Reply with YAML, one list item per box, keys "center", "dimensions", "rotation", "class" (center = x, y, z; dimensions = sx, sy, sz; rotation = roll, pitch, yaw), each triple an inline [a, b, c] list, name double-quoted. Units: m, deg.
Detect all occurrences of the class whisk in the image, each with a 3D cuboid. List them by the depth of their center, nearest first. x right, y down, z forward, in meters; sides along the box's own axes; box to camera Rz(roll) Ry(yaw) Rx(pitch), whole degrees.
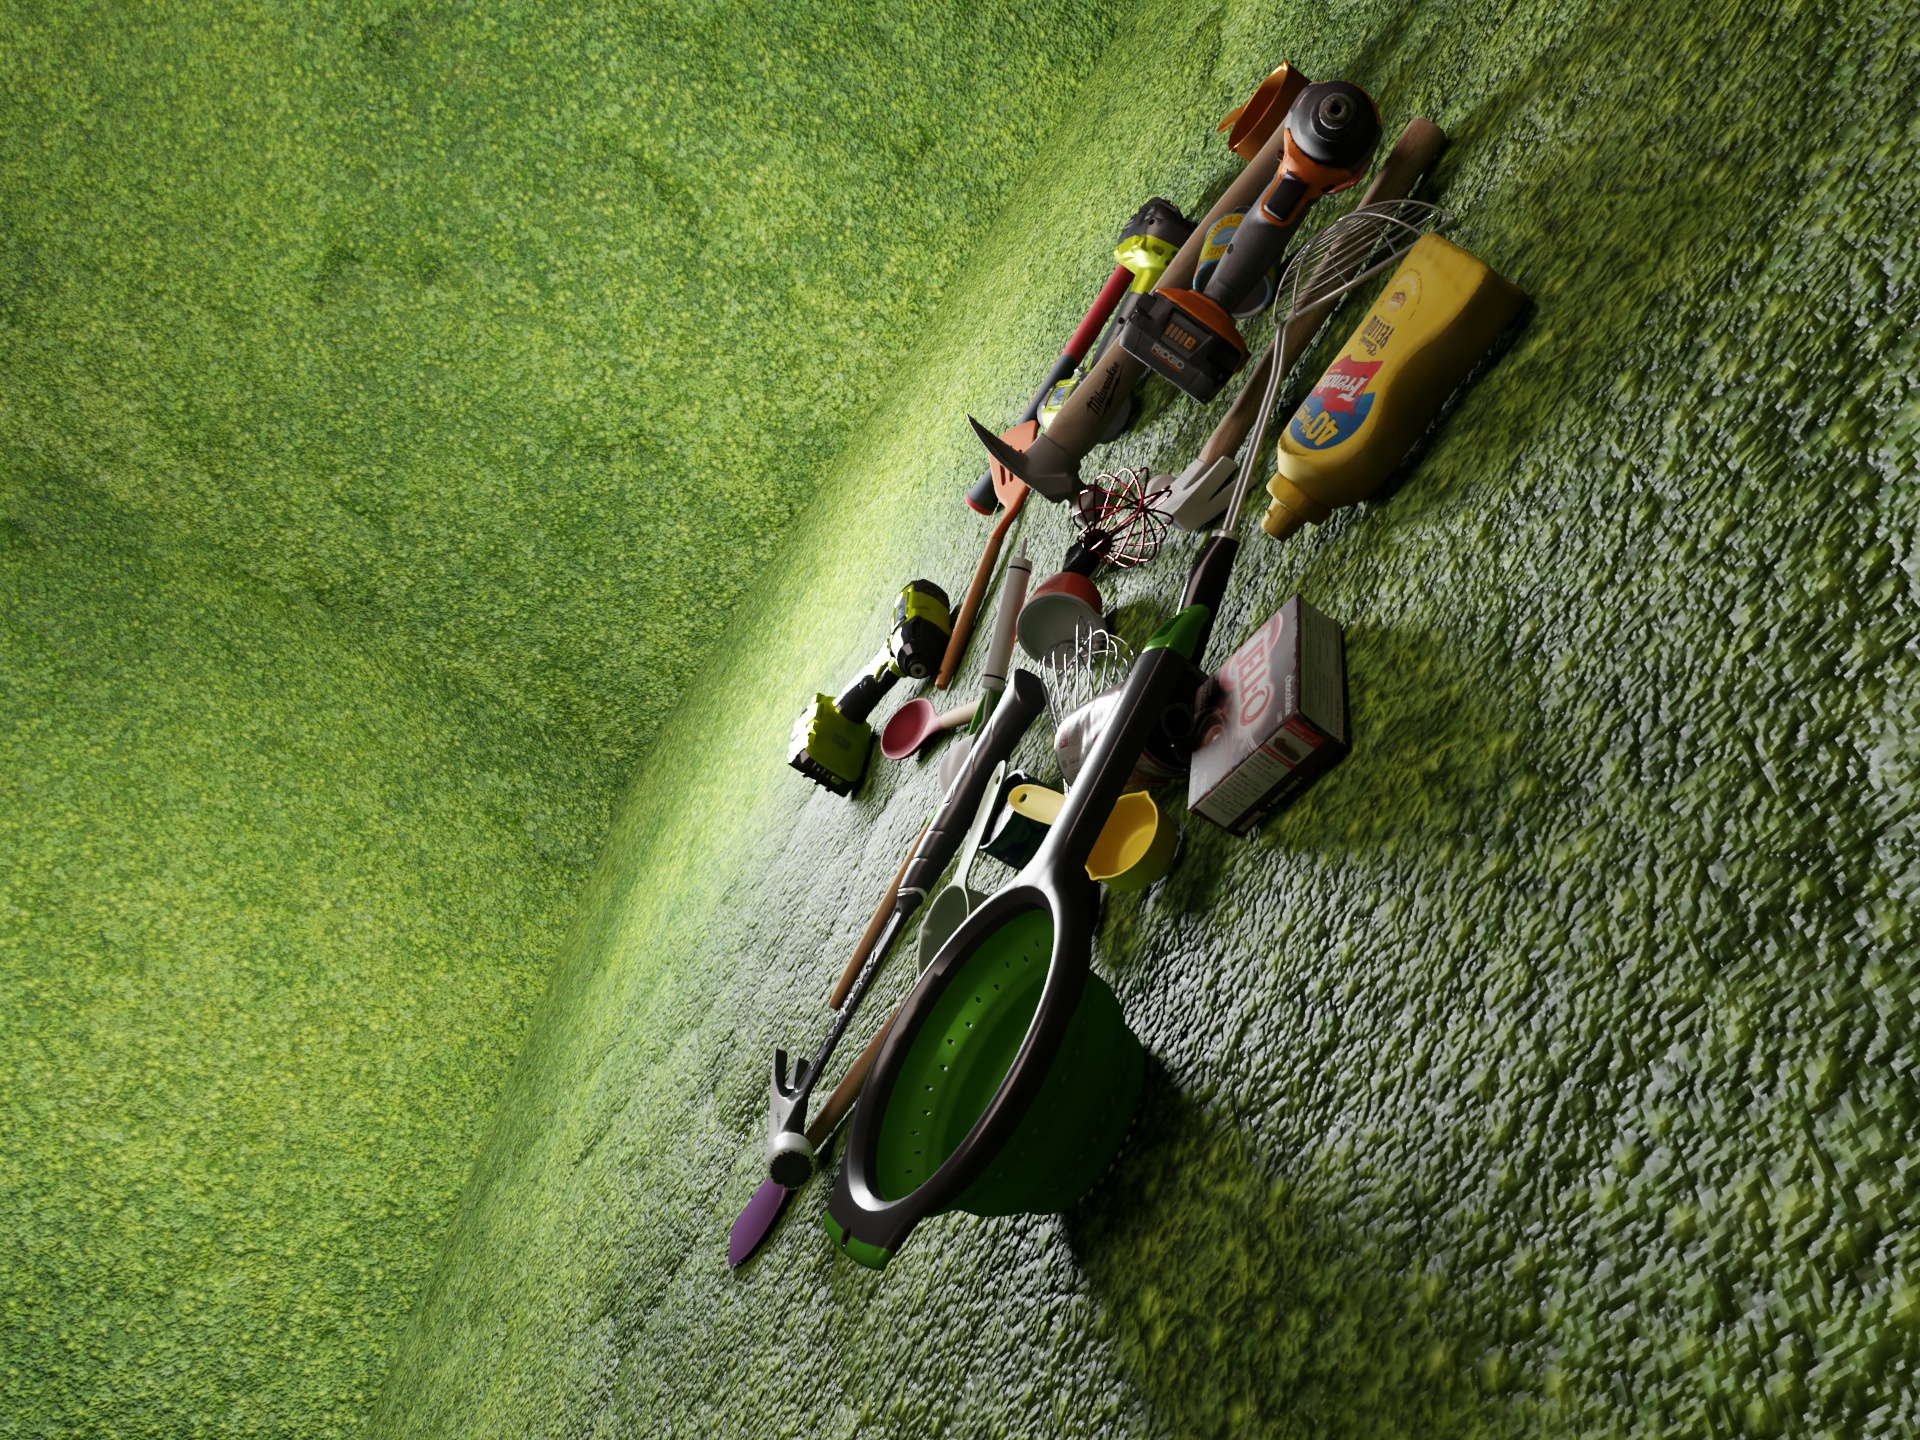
- center: [0.080, 0.034, 1.058]
  dimensions: [0.070, 0.070, 0.285]
  rotation: [-48, 24, 39]
  class: "whisk"
- center: [0.109, -0.140, 1.230]
  dimensions: [0.073, 0.073, 0.296]
  rotation: [-62, 3, -6]
  class: "whisk"

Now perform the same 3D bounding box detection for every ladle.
- center: [-0.002, -0.005, 1.454]
  dimensions: [0.315, 0.031, 0.069]
  rotation: [-18, 47, 66]
  class: "ladle"

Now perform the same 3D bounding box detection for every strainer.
- center: [0.022, -0.022, 1.253]
  dimensions: [0.086, 0.050, 0.258]
  rotation: [41, -119, -72]
  class: "strainer"

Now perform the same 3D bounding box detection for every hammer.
- center: [0.244, -0.281, 1.148]
  dimensions: [0.331, 0.031, 0.130]
  rotation: [-57, 15, 11]
  class: "hammer"
- center: [-0.044, 0.144, 1.184]
  dimensions: [0.409, 0.036, 0.149]
  rotation: [-61, 15, 10]
  class: "hammer"
- center: [0.176, -0.372, 1.370]
  dimensions: [0.410, 0.146, 0.038]
  rotation: [-52, 15, 13]
  class: "hammer"
- center: [0.113, -0.382, 1.704]
  dimensions: [0.386, 0.038, 0.143]
  rotation: [-56, 0, 23]
  class: "hammer"

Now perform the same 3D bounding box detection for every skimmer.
- center: [0.218, -0.166, 1.027]
  dimensions: [0.127, 0.090, 0.363]
  rotation: [-168, 97, -81]
  class: "skimmer"

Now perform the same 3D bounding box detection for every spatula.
- center: [-0.103, 0.308, 1.216]
  dimensions: [0.316, 0.018, 0.060]
  rotation: [-56, 18, 22]
  class: "spatula"
- center: [0.022, -0.171, 1.652]
  dimensions: [0.081, 0.041, 0.323]
  rotation: [-17, 45, 49]
  class: "spatula"

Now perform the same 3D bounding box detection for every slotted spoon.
- center: [-0.032, 0.110, 1.327]
  dimensions: [0.313, 0.031, 0.070]
  rotation: [-61, -19, 10]
  class: "slotted spoon"

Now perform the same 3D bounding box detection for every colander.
- center: [0.068, 0.122, 0.860]
  dimensions: [0.397, 0.094, 0.204]
  rotation: [-61, 15, -15]
  class: "colander"

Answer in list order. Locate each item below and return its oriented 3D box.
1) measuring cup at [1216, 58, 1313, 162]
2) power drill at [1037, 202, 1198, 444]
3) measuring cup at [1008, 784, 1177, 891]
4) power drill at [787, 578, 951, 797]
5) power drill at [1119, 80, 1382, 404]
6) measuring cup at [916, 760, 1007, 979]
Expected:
- center: [0.285, -0.556, 1.490]
  dimensions: [0.095, 0.052, 0.174]
  rotation: [-59, 13, 7]
  class: "measuring cup"
- center: [0.150, -0.371, 1.541]
  dimensions: [0.228, 0.080, 0.191]
  rotation: [-62, 14, 4]
  class: "power drill"
- center: [0.078, 0.066, 0.981]
  dimensions: [0.062, 0.029, 0.157]
  rotation: [-57, 29, -8]
  class: "measuring cup"
- center: [-0.091, -0.032, 1.705]
  dimensions: [0.223, 0.080, 0.171]
  rotation: [-51, 17, 23]
  class: "power drill"
- center: [0.205, -0.333, 1.094]
  dimensions: [0.226, 0.084, 0.164]
  rotation: [-55, -3, 14]
  class: "power drill"
- center: [0.017, 0.112, 1.106]
  dimensions: [0.083, 0.038, 0.167]
  rotation: [0, 70, 67]
  class: "measuring cup"
